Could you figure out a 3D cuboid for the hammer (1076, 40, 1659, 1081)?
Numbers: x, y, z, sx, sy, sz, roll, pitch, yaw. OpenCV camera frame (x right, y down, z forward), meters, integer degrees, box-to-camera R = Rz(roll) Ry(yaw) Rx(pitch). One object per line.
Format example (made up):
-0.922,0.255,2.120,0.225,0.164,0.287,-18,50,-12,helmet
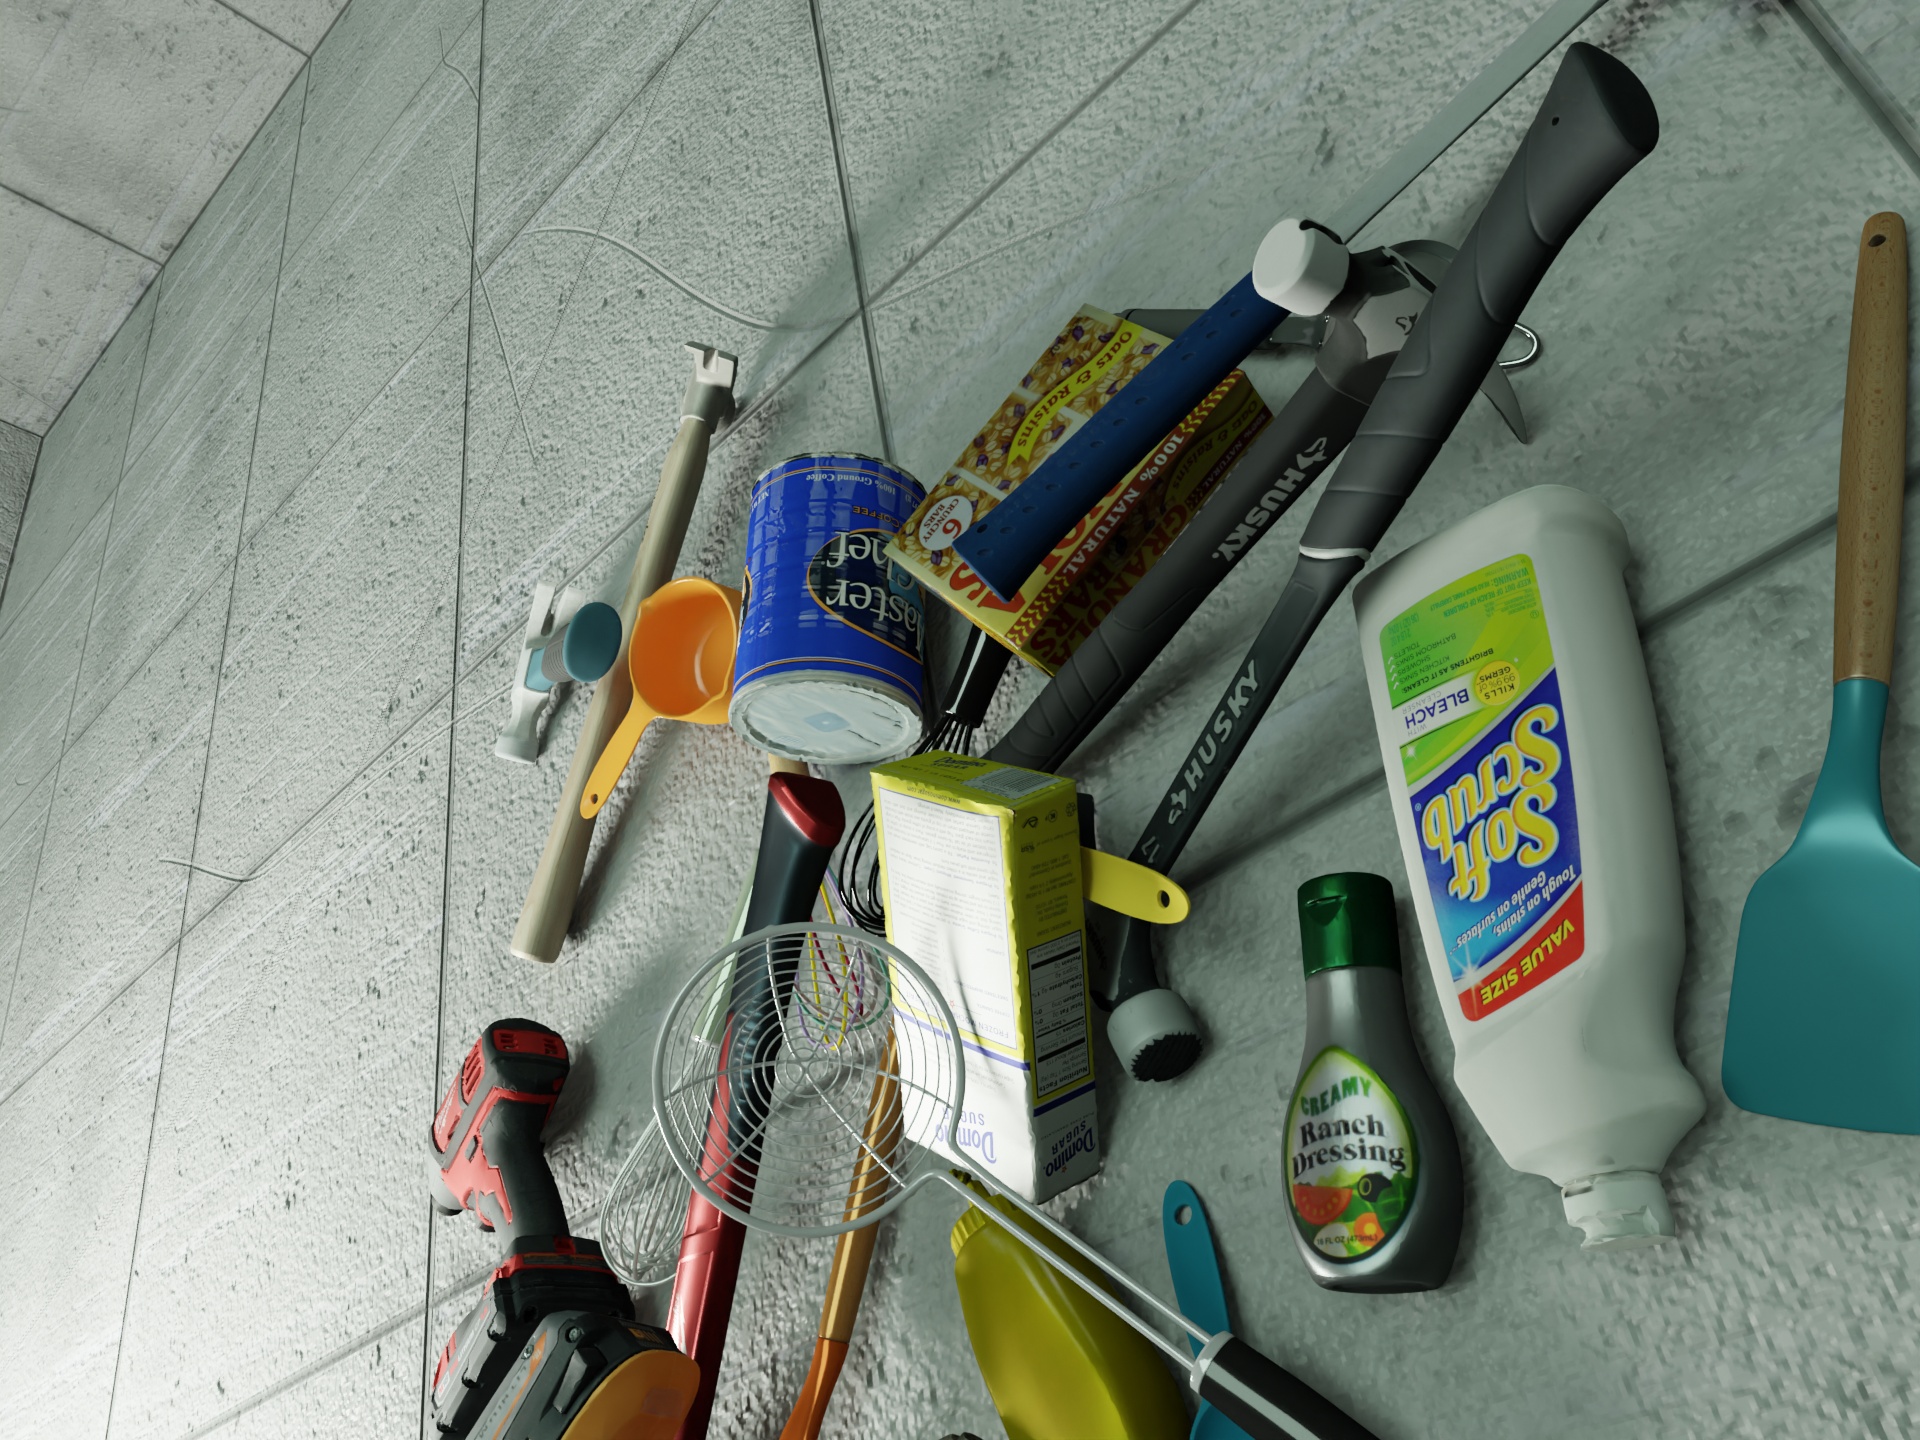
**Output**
0.132,-0.051,0.606,0.408,0.036,0.149,-65,32,32,hammer

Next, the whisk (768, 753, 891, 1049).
-0.081,0.072,0.862,0.051,0.047,0.245,-18,46,1,whisk

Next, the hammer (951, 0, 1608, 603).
0.152,-0.205,0.685,0.405,0.035,0.144,-43,38,6,hammer

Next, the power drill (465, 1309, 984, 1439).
-0.096,0.332,0.650,0.226,0.084,0.185,26,78,36,power drill

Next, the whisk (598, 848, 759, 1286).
-0.138,0.184,0.871,0.059,0.057,0.246,14,77,15,whisk

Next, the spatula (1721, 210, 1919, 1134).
0.297,-0.029,0.520,0.082,0.044,0.318,-6,62,46,spatula

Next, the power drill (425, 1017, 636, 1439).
-0.264,0.294,0.919,0.143,0.078,0.220,-59,36,21,power drill

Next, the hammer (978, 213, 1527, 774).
0.096,-0.055,0.694,0.334,0.146,0.035,-51,38,34,hammer

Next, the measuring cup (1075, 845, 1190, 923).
0.050,0.058,0.681,0.157,0.029,0.062,17,107,52,measuring cup

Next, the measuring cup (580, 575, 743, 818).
-0.177,-0.007,0.990,0.095,0.052,0.173,43,108,31,measuring cup

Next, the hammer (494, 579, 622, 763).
-0.258,-0.038,1.022,0.331,0.033,0.128,174,109,-69,hammer

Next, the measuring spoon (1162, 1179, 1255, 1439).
0.100,0.236,0.608,0.042,0.021,0.129,-34,39,22,measuring spoon

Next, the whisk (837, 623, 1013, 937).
-0.002,-0.002,0.814,0.055,0.055,0.239,13,76,49,whisk

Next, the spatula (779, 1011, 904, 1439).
-0.047,0.266,0.745,0.081,0.041,0.323,-8,61,45,spatula

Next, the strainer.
0.148,-0.182,0.746,0.259,0.050,0.087,20,101,53,strainer

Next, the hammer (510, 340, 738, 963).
-0.218,-0.043,1.034,0.146,0.038,0.411,165,122,-81,hammer

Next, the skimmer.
0.033,0.195,0.580,0.364,0.090,0.127,27,80,36,skimmer

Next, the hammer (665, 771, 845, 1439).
-0.123,0.214,0.780,0.143,0.038,0.386,12,91,46,hammer
